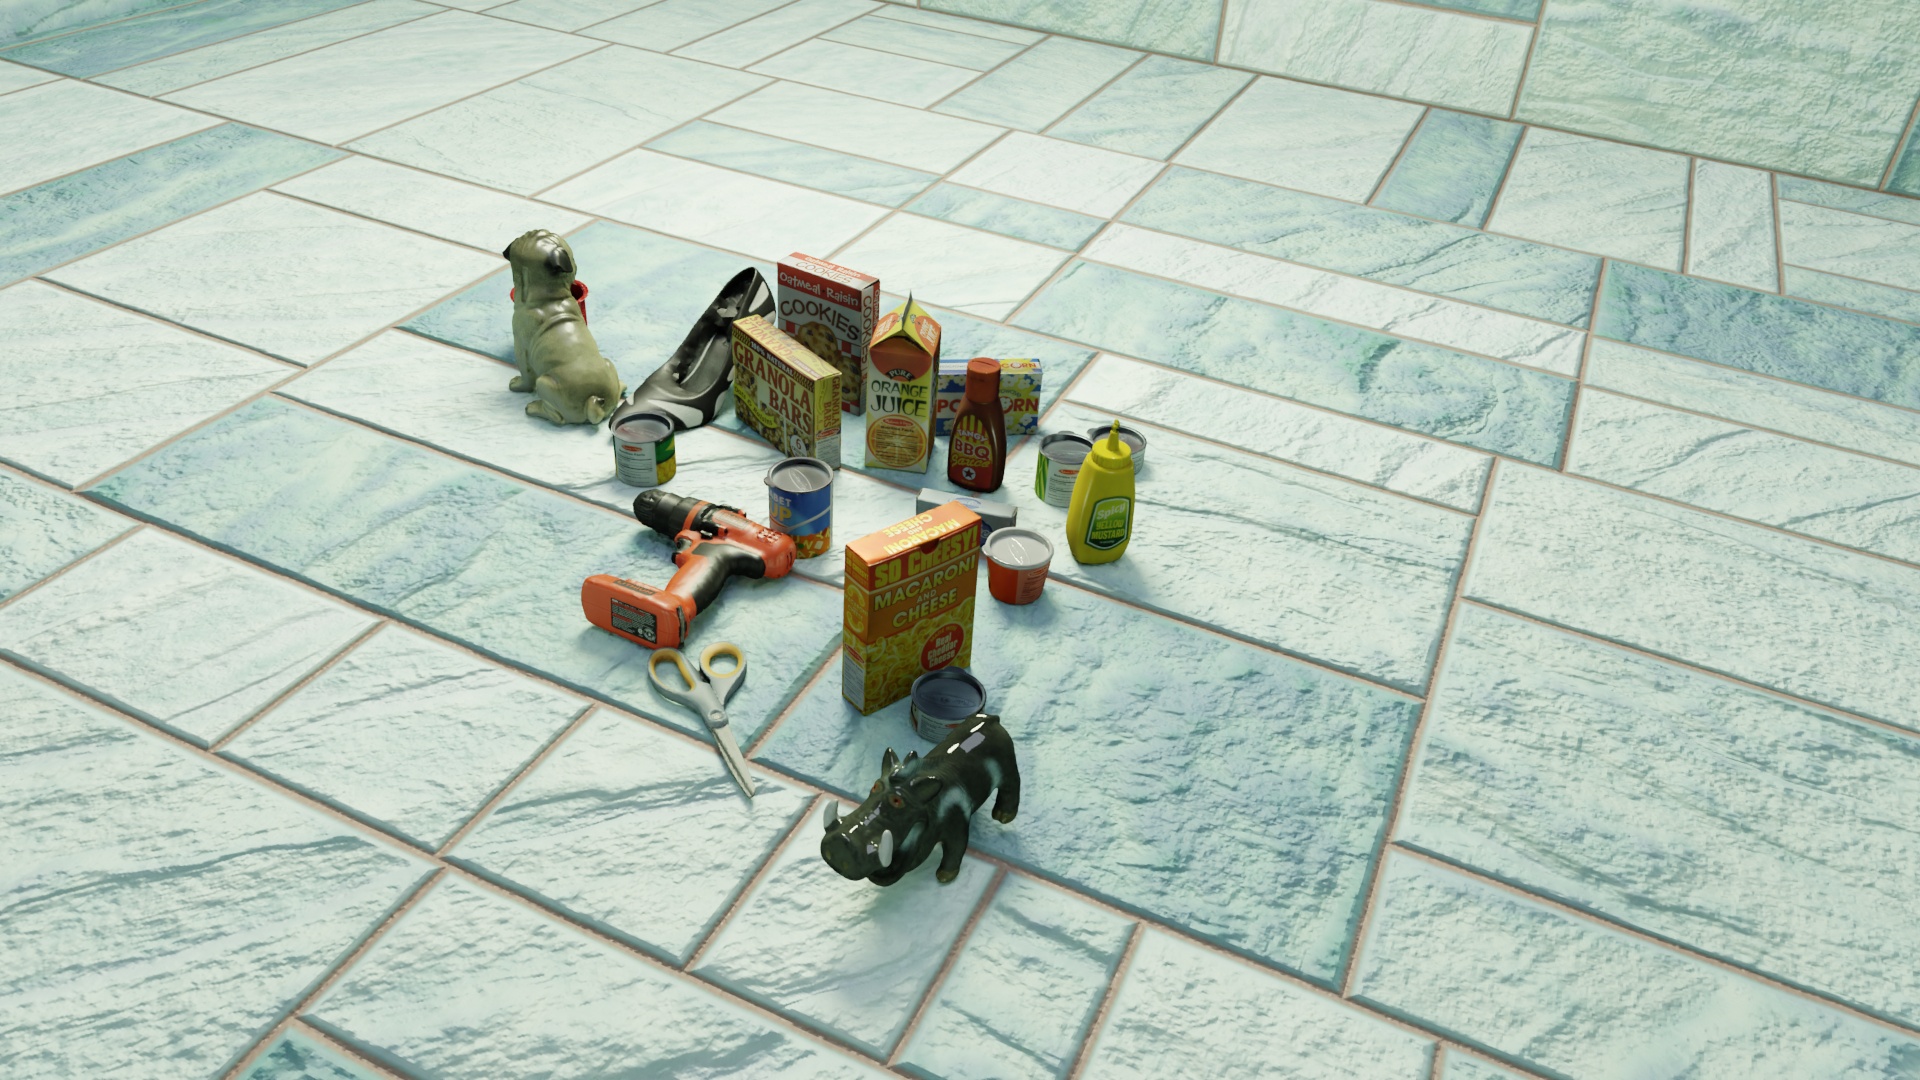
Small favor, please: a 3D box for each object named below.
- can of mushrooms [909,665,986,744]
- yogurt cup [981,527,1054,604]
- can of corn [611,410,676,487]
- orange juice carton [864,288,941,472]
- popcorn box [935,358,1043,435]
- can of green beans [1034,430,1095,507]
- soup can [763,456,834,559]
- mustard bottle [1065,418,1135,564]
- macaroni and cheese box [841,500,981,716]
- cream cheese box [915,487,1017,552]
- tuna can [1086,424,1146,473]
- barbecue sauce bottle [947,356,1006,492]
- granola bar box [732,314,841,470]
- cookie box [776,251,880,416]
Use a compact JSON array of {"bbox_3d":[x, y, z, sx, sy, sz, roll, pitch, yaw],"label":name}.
[{"bbox_3d":[-0.011,0.145,1.218,0.071,0.033,0.071,3,35,-2],"label":"can of mushrooms"},{"bbox_3d":[0.057,0.027,1.376,0.072,0.053,0.073,3,35,-2],"label":"yogurt cup"},{"bbox_3d":[-0.342,-0.100,1.509,0.071,0.058,0.071,3,35,-2],"label":"can of corn"},{"bbox_3d":[-0.063,-0.176,1.531,0.073,0.191,0.072,7,35,4],"label":"orange juice carton"},{"bbox_3d":[0.029,-0.168,1.624,0.127,0.084,0.038,-2,35,-9],"label":"popcorn box"},{"bbox_3d":[0.116,-0.078,1.529,0.071,0.057,0.071,3,35,-2],"label":"can of green beans"},{"bbox_3d":[-0.165,-0.032,1.410,0.071,0.083,0.072,3,35,-2],"label":"soup can"},{"bbox_3d":[0.146,-0.051,1.405,0.065,0.159,0.049,-7,36,-16],"label":"mustard bottle"},{"bbox_3d":[-0.043,0.060,1.220,0.124,0.165,0.040,-23,43,-34],"label":"macaroni and cheese box"},{"bbox_3d":[0.005,-0.018,1.435,0.104,0.053,0.024,12,35,10],"label":"cream cheese box"},{"bbox_3d":[0.177,-0.103,1.594,0.071,0.032,0.071,3,35,-2],"label":"tuna can"},{"bbox_3d":[0.021,-0.126,1.508,0.065,0.147,0.044,18,37,18],"label":"barbecue sauce bottle"},{"bbox_3d":[-0.197,-0.163,1.558,0.039,0.123,0.166,-23,43,-33],"label":"granola bar box"},{"bbox_3d":[-0.157,-0.244,1.641,0.123,0.166,0.040,22,38,24],"label":"cookie box"}]
